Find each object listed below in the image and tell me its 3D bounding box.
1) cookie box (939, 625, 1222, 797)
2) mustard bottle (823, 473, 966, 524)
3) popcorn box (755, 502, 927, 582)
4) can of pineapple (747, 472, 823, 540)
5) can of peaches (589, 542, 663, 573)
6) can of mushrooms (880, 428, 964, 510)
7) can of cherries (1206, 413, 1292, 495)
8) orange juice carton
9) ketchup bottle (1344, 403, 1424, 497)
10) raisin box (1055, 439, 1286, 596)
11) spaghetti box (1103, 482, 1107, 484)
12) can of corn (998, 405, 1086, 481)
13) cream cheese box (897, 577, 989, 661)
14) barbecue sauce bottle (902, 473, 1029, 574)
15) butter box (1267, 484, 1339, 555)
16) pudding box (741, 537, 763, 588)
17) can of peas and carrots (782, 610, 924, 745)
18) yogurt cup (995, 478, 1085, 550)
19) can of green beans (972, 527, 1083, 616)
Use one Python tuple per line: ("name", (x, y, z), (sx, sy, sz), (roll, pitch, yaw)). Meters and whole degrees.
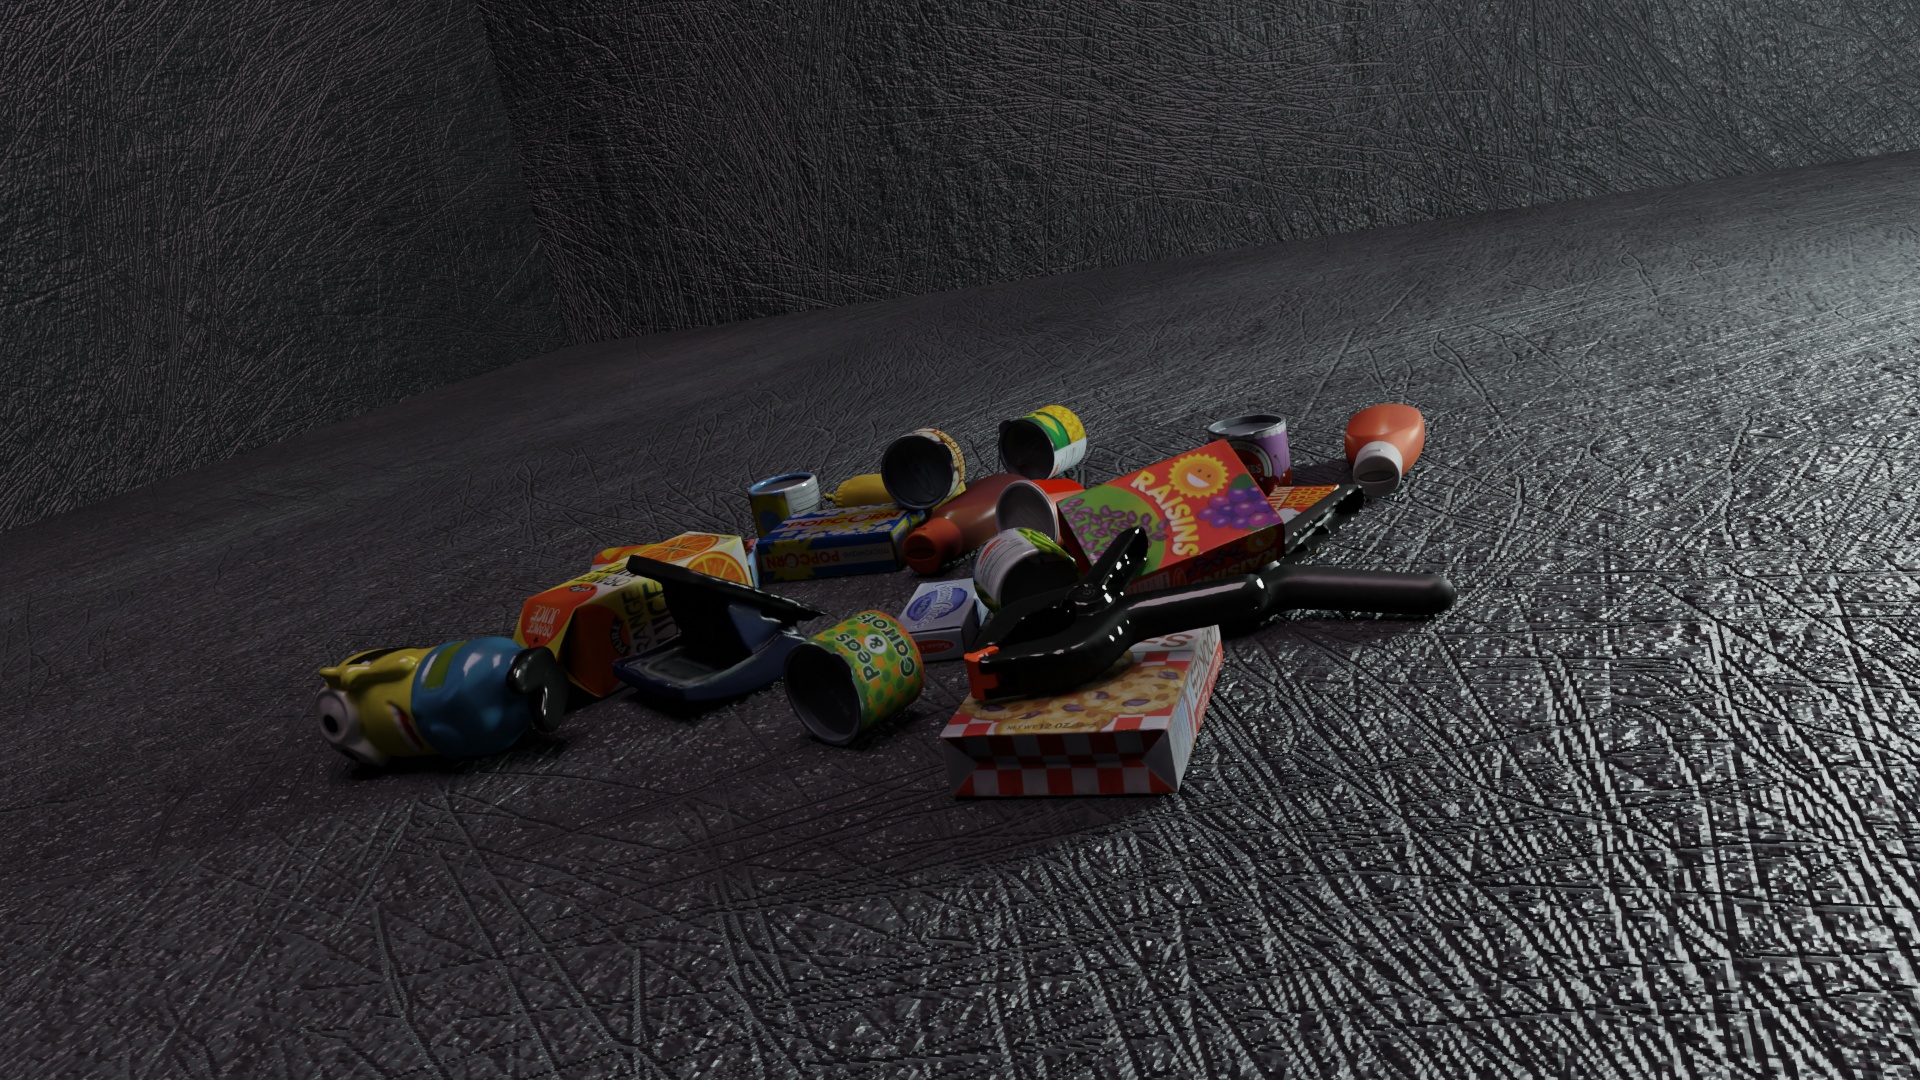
("cookie box", (0.074, 0.086, 0.782), (0.123, 0.040, 0.168), (-5, 17, 20))
("mustard bottle", (-0.068, -0.037, 1.288), (0.160, 0.048, 0.065), (3, 20, 42))
("popcorn box", (-0.101, 0.000, 1.203), (0.126, 0.038, 0.085), (-5, 18, 18))
("can of pineapple", (-0.163, -0.027, 1.302), (0.071, 0.057, 0.071), (-11, 16, 3))
("can of peaches", (-0.261, 0.037, 1.138), (0.058, 0.071, 0.071), (-6, 16, 20))
("can of mushrooms", (-0.030, -0.062, 1.187), (0.071, 0.071, 0.033), (-4, 12, 23))
("can of cherries", (0.244, -0.071, 1.178), (0.071, 0.058, 0.072), (-9, 16, 3))
("orange juice carton", (-0.251, 0.059, 1.038), (0.072, 0.072, 0.193), (5, 23, 44))
("ketchup bottle", (0.347, -0.075, 1.146), (0.064, 0.043, 0.149), (-6, 17, 22))
("raisin box", (0.135, -0.006, 0.897), (0.123, 0.040, 0.086), (-21, 48, -6))
("spaghetti box", (0.129, -0.003, 1.074), (0.050, 0.028, 0.251), (-9, 16, 12))
("can of corn", (0.078, -0.095, 1.350), (0.071, 0.071, 0.058), (2, 19, 39))
("cream cheese box", (-0.013, 0.055, 0.979), (0.053, 0.024, 0.104), (-7, 16, 14))
("barbecue sauce bottle", (0.004, -0.015, 1.173), (0.065, 0.043, 0.149), (-5, 17, 33))
("butter box", (0.250, -0.015, 1.042), (0.053, 0.024, 0.104), (-2, 19, 27))
("pudding box", (-0.196, 0.026, 1.192), (0.050, 0.030, 0.084), (-10, 16, 0))
("can of peas and carrots", (-0.064, 0.081, 0.842), (0.071, 0.070, 0.059), (3, 21, 42))
("yogurt cup", (0.069, -0.018, 1.108), (0.054, 0.072, 0.072), (-14, 14, -40))
("can of green beans", (0.048, 0.030, 0.949), (0.071, 0.071, 0.058), (-14, 17, -11))
